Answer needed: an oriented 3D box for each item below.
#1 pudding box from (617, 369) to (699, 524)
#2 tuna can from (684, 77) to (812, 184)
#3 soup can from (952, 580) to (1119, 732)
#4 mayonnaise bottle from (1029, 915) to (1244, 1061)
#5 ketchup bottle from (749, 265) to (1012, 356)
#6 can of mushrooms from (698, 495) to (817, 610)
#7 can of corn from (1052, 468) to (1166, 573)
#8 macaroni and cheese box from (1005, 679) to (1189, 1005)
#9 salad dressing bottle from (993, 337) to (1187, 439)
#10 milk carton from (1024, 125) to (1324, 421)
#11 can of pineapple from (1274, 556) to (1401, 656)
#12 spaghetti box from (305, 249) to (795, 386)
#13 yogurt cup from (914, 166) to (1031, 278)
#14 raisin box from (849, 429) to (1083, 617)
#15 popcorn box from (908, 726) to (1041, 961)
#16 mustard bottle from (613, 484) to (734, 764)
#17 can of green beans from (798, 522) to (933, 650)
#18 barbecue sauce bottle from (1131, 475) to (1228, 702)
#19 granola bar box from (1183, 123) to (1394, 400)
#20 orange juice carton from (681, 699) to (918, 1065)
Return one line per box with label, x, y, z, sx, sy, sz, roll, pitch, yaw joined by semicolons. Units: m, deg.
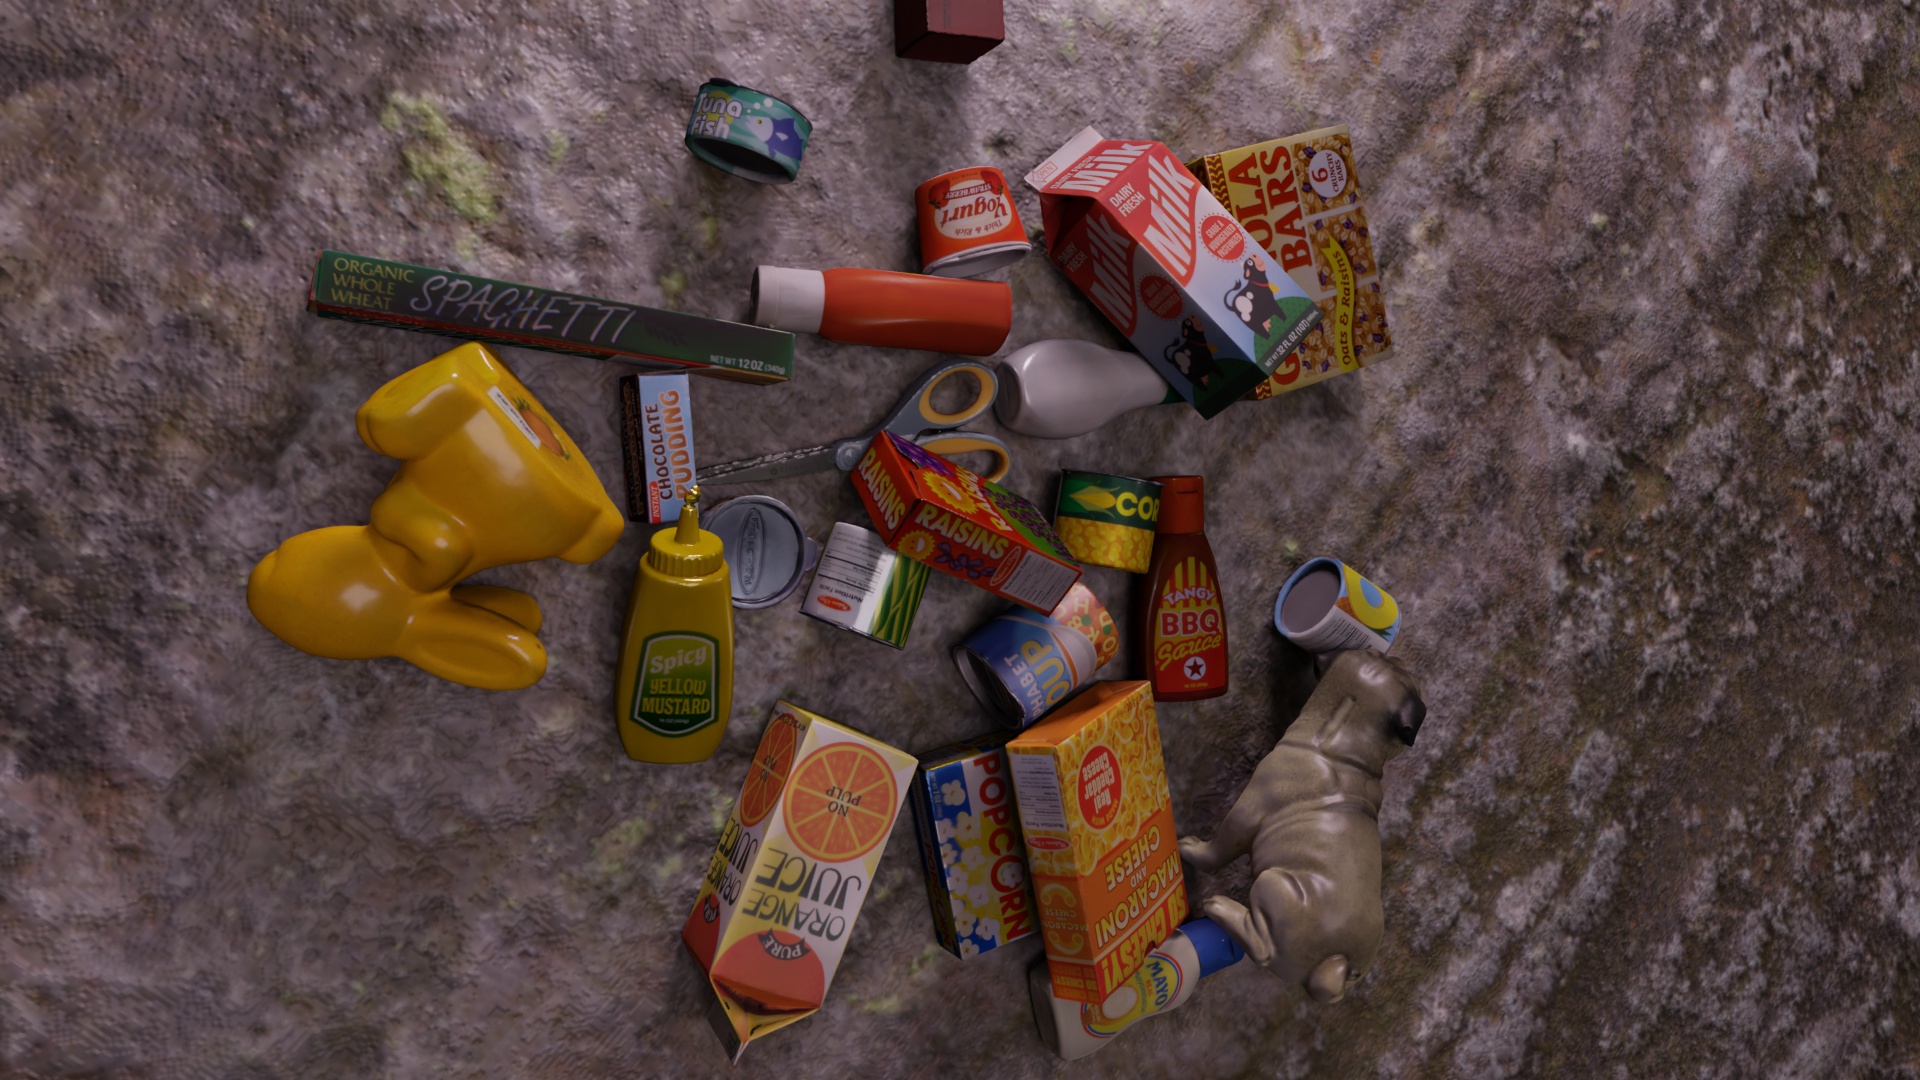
pudding box;-0.169;-0.052;0.774;0.030;0.049;0.083;-5;96;-26
tuna can;-0.120;-0.228;0.777;0.071;0.071;0.033;18;86;-25
soup can;0.050;0.070;0.869;0.084;0.071;0.071;-35;106;-19
mayonnaise bottle;0.120;0.290;0.928;0.148;0.041;0.064;-16;100;-23
ketchup bottle;-0.048;-0.137;0.821;0.149;0.064;0.043;2;83;-18
can of mushrooms;-0.122;0.007;0.807;0.071;0.033;0.071;-1;92;-25
can of corn;0.094;-0.012;0.886;0.071;0.071;0.058;10;90;-25
macaroni and cheese box;0.091;0.186;0.878;0.124;0.040;0.166;-23;105;-52
salad dressing bottle;0.094;-0.101;0.898;0.148;0.044;0.064;-9;91;-26
milk carton;0.126;-0.175;0.871;0.190;0.073;0.073;47;61;-1
can of pineapple;0.262;0.051;0.971;0.058;0.071;0.071;32;80;-23
spaghetti box;-0.215;-0.117;0.750;0.250;0.050;0.028;7;88;-25
yogurt cup;0.005;-0.192;0.841;0.072;0.072;0.054;-14;90;-24
raisin box;0.003;-0.010;0.824;0.123;0.086;0.040;24;111;-31
popcorn box;0.019;0.189;0.878;0.085;0.038;0.126;-14;98;-25
mustard bottle;-0.154;0.045;0.760;0.065;0.049;0.159;2;113;-16
can of green beans;-0.055;0.027;0.821;0.071;0.071;0.058;24;82;-24
barbecue sauce bottle;0.145;0.031;0.927;0.065;0.043;0.148;-3;93;-17
granola bar box;0.224;-0.190;0.955;0.124;0.039;0.165;-19;100;-23
orange juice carton;-0.102;0.198;0.805;0.073;0.072;0.193;25;82;-23
